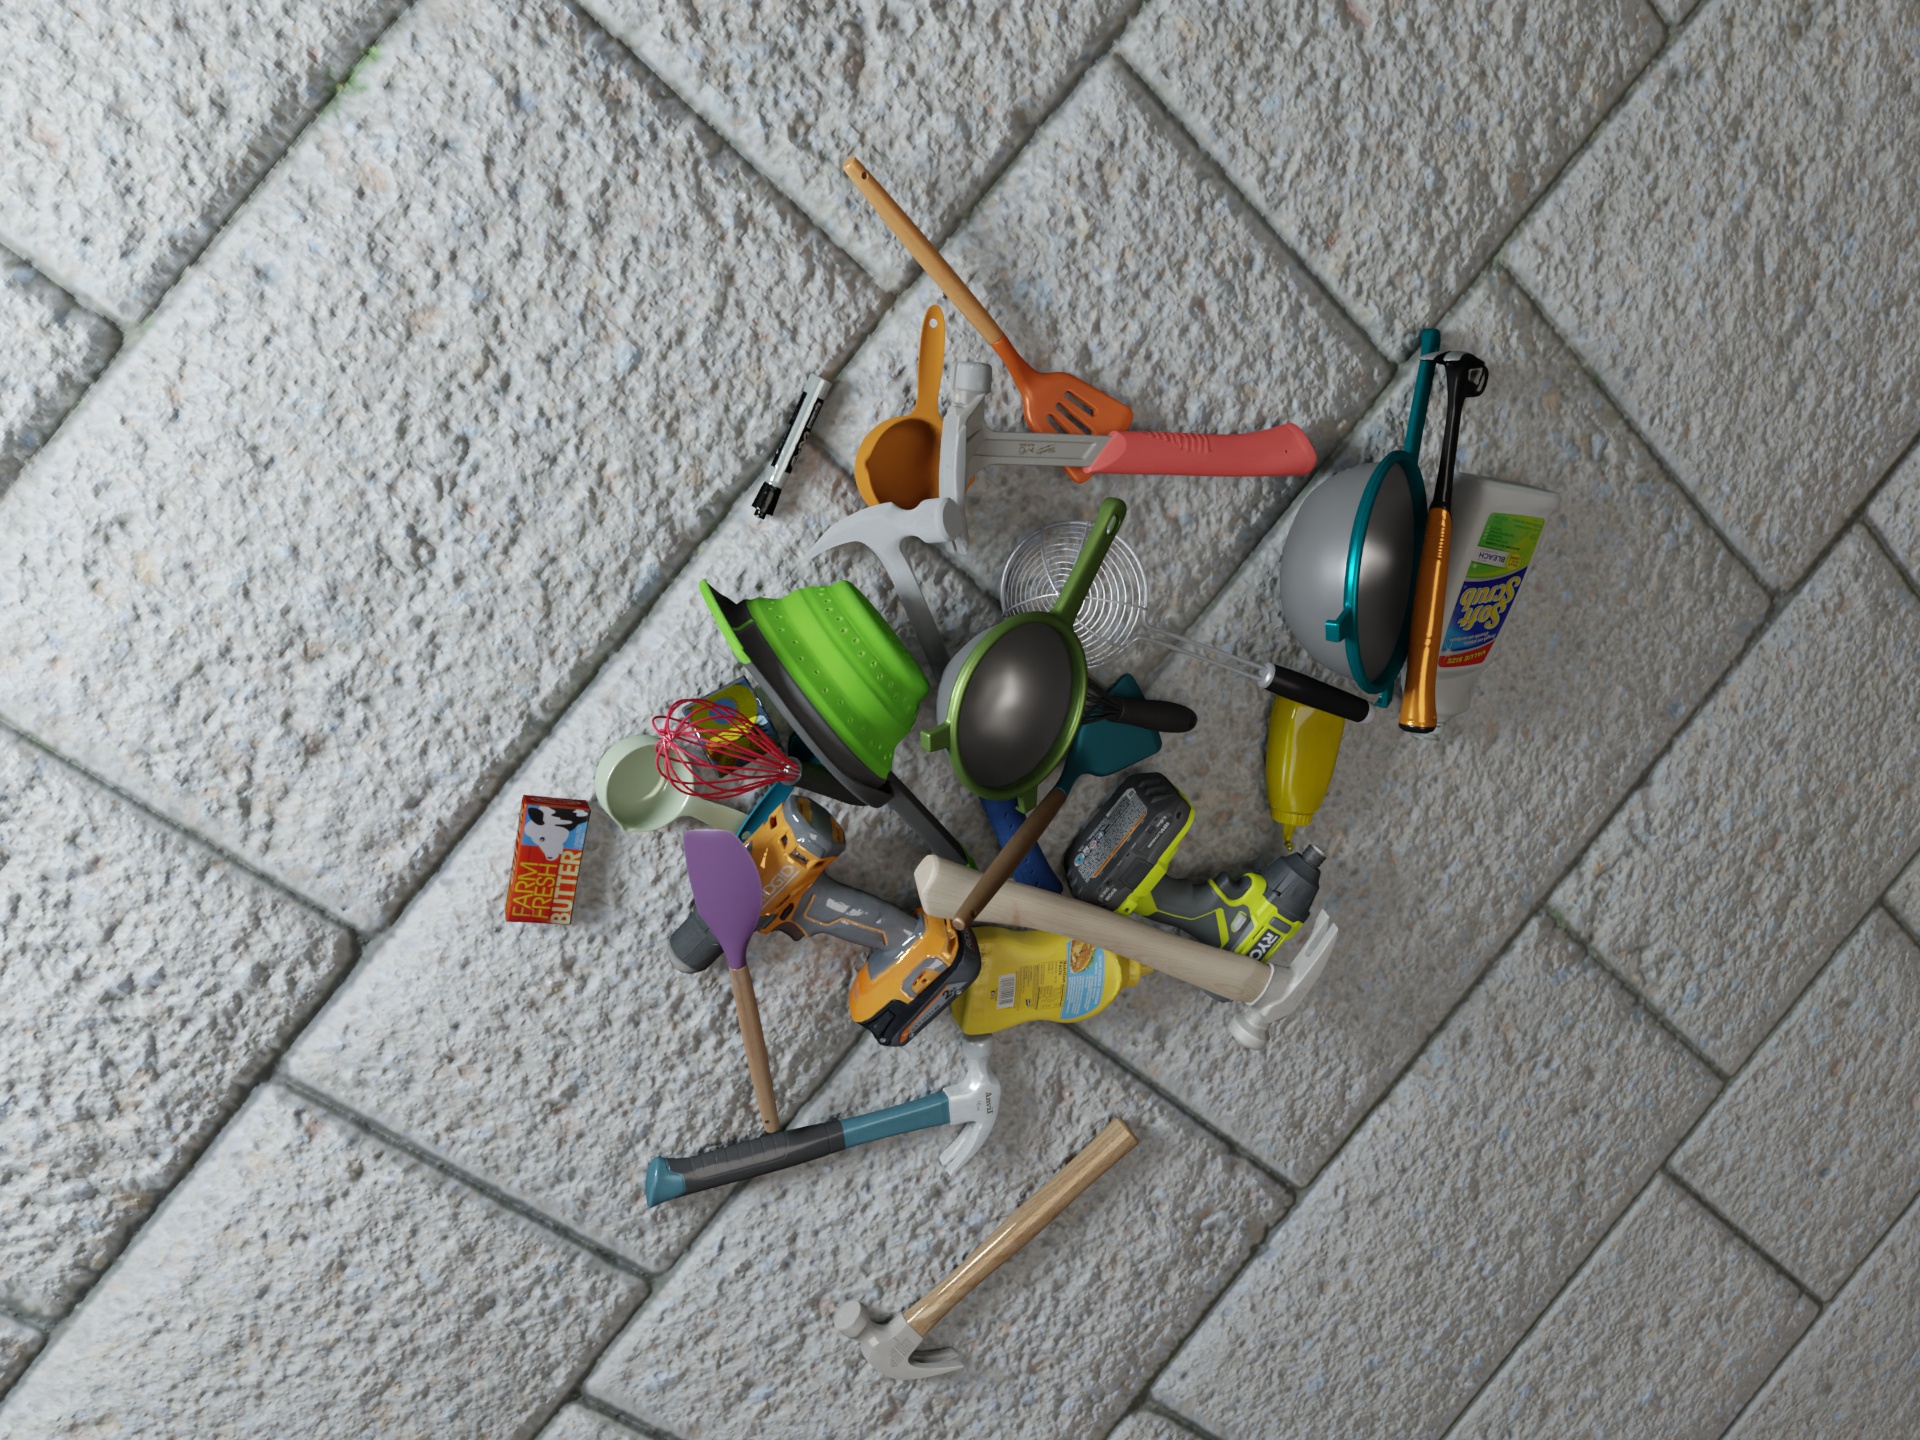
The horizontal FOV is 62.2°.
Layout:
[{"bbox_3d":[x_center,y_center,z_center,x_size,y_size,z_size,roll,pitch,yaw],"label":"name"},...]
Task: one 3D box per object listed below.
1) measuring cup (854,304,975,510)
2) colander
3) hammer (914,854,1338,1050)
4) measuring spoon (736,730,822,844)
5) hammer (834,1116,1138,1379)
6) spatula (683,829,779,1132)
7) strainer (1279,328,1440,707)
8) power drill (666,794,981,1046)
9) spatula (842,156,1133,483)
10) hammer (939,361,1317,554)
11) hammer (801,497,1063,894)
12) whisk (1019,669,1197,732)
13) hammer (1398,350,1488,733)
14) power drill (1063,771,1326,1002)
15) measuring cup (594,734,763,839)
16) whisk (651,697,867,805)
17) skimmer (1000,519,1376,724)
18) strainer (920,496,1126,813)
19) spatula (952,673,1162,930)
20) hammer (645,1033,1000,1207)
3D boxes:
[{"bbox_3d":[-0.037,-0.243,1.275,0.095,0.052,0.173,4,96,-23],"label":"measuring cup"},{"bbox_3d":[-0.052,0.006,1.278,0.094,0.205,0.396,-37,134,3],"label":"colander"},{"bbox_3d":[0.146,0.181,1.390,0.410,0.038,0.146,21,110,-27],"label":"hammer"},{"bbox_3d":[-0.153,0.053,1.332,0.042,0.021,0.128,35,92,-38],"label":"measuring spoon"},{"bbox_3d":[0.042,0.507,1.534,0.331,0.031,0.130,-41,115,-5],"label":"hammer"},{"bbox_3d":[-0.178,0.222,1.315,0.060,0.018,0.315,1,120,10],"label":"spatula"},{"bbox_3d":[0.352,-0.193,1.410,0.210,0.095,0.340,34,67,-57],"label":"strainer"},{"bbox_3d":[-0.118,0.187,1.347,0.226,0.084,0.185,38,106,-24],"label":"power drill"},{"bbox_3d":[0.019,-0.321,1.262,0.322,0.041,0.081,43,80,-33],"label":"spatula"},{"bbox_3d":[0.147,-0.213,1.325,0.359,0.037,0.149,-3,102,-29],"label":"hammer"},{"bbox_3d":[-0.002,-0.004,1.337,0.035,0.144,0.405,-57,134,-43],"label":"hammer"},{"bbox_3d":[0.133,-0.013,1.371,0.238,0.055,0.055,8,104,-47],"label":"whisk"},{"bbox_3d":[0.421,-0.155,1.407,0.127,0.034,0.337,-7,104,-60],"label":"hammer"},{"bbox_3d":[0.221,0.147,1.462,0.223,0.080,0.171,32,103,-28],"label":"power drill"},{"bbox_3d":[-0.227,0.064,1.307,0.167,0.038,0.083,28,91,-42],"label":"measuring cup"},{"bbox_3d":[-0.143,0.037,1.241,0.073,0.073,0.295,-61,151,5],"label":"whisk"},{"bbox_3d":[0.207,-0.068,1.396,0.363,0.090,0.127,18,105,-26],"label":"skimmer"},{"bbox_3d":[0.049,-0.065,1.240,0.151,0.069,0.256,34,80,-48],"label":"strainer"},{"bbox_3d":[0.080,0.075,1.344,0.317,0.044,0.082,-48,120,-45],"label":"spatula"},{"bbox_3d":[-0.121,0.376,1.434,0.331,0.033,0.128,-11,108,-17],"label":"hammer"}]
